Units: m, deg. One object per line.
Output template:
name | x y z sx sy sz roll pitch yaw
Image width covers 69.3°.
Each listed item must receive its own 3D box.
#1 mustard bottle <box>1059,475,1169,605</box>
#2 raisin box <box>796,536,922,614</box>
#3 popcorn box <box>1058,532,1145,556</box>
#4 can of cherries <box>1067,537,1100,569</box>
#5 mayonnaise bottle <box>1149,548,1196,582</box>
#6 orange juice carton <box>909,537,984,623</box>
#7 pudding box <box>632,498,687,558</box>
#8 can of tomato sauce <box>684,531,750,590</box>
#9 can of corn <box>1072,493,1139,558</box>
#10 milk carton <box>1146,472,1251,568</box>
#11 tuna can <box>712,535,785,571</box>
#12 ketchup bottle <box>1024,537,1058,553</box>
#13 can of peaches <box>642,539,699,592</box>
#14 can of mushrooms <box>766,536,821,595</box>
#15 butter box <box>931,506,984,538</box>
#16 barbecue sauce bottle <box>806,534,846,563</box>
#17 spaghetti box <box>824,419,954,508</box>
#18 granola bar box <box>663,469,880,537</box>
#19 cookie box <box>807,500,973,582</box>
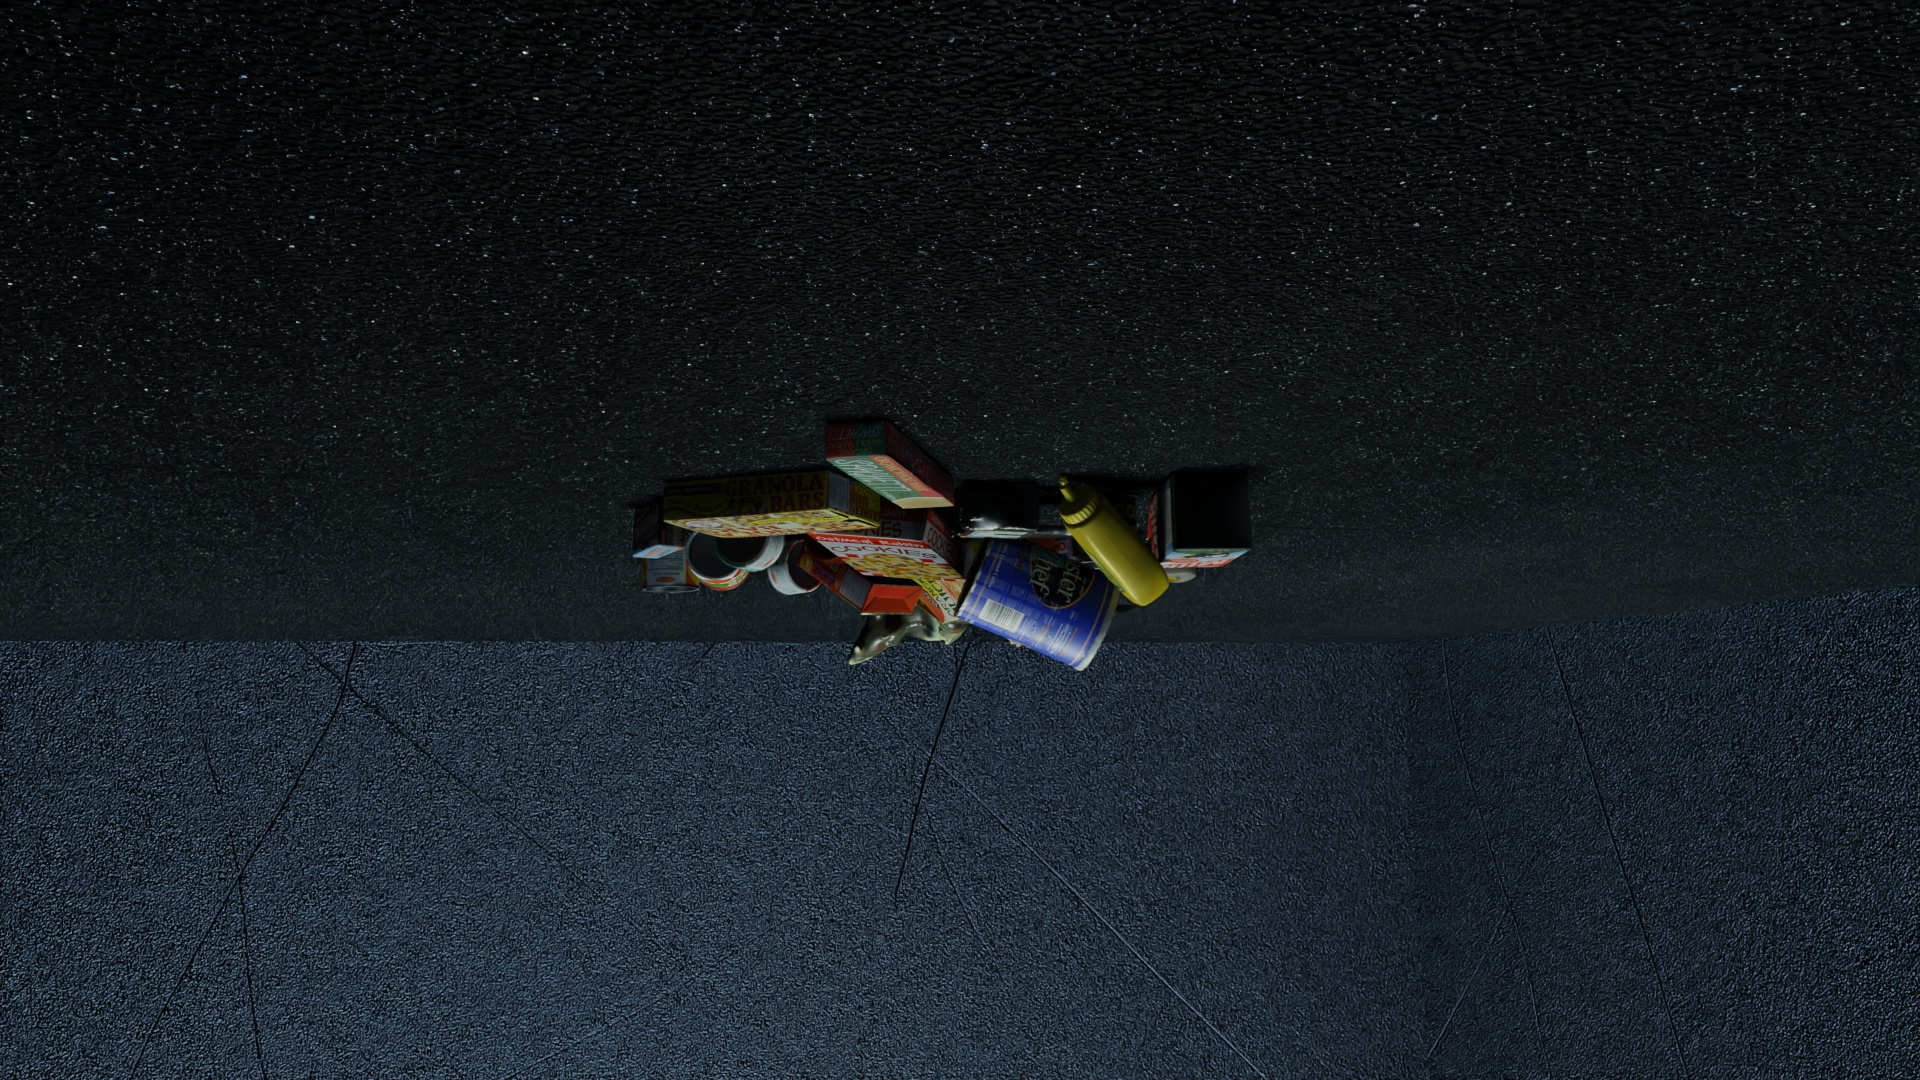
mustard bottle | 0.135 -0.006 1.309 0.160 0.049 0.065 47 -178 -28
raisin box | -0.117 0.039 1.597 0.123 0.040 0.086 33 -162 37
popcorn box | 0.146 0.012 1.654 0.126 0.038 0.085 -8 171 38
can of cherries | 0.148 -0.002 1.486 0.071 0.058 0.071 0 172 0
mayonnaise bottle | 0.239 0.030 1.782 0.064 0.041 0.148 -6 171 43
orange juice carton | 0.000 0.042 1.597 0.072 0.073 0.192 -43 -172 -24
pudding box | -0.299 -0.011 1.380 0.030 0.050 0.083 6 170 -30
can of tomato sauce | -0.264 0.018 1.533 0.071 0.071 0.083 -1 171 -4
can of corn | 0.146 -0.014 1.394 0.071 0.058 0.071 -1 172 0
milk carton | 0.228 -0.014 1.350 0.072 0.073 0.190 -1 172 -1
tuna can | -0.214 -0.005 1.394 0.071 0.071 0.033 -4 170 19
ketchup bottle | 0.048 0.014 1.639 0.065 0.043 0.148 -4 176 -35
can of peaches | -0.342 0.030 1.642 0.071 0.058 0.071 -2 172 0
can of mushrooms | -0.192 0.028 1.632 0.033 0.071 0.071 -9 168 39
butter box | 0.005 -0.018 1.466 0.104 0.024 0.053 4 170 -32
barbecue sauce bottle | -0.099 0.007 1.563 0.065 0.043 0.149 9 -179 43
spaghetti box | -0.054 -0.059 1.148 0.050 0.029 0.250 -4 172 11
granola bar box | -0.173 -0.031 1.293 0.165 0.039 0.124 -4 172 18
cookie box | -0.068 0.000 1.411 0.123 0.040 0.167 4 165 17
